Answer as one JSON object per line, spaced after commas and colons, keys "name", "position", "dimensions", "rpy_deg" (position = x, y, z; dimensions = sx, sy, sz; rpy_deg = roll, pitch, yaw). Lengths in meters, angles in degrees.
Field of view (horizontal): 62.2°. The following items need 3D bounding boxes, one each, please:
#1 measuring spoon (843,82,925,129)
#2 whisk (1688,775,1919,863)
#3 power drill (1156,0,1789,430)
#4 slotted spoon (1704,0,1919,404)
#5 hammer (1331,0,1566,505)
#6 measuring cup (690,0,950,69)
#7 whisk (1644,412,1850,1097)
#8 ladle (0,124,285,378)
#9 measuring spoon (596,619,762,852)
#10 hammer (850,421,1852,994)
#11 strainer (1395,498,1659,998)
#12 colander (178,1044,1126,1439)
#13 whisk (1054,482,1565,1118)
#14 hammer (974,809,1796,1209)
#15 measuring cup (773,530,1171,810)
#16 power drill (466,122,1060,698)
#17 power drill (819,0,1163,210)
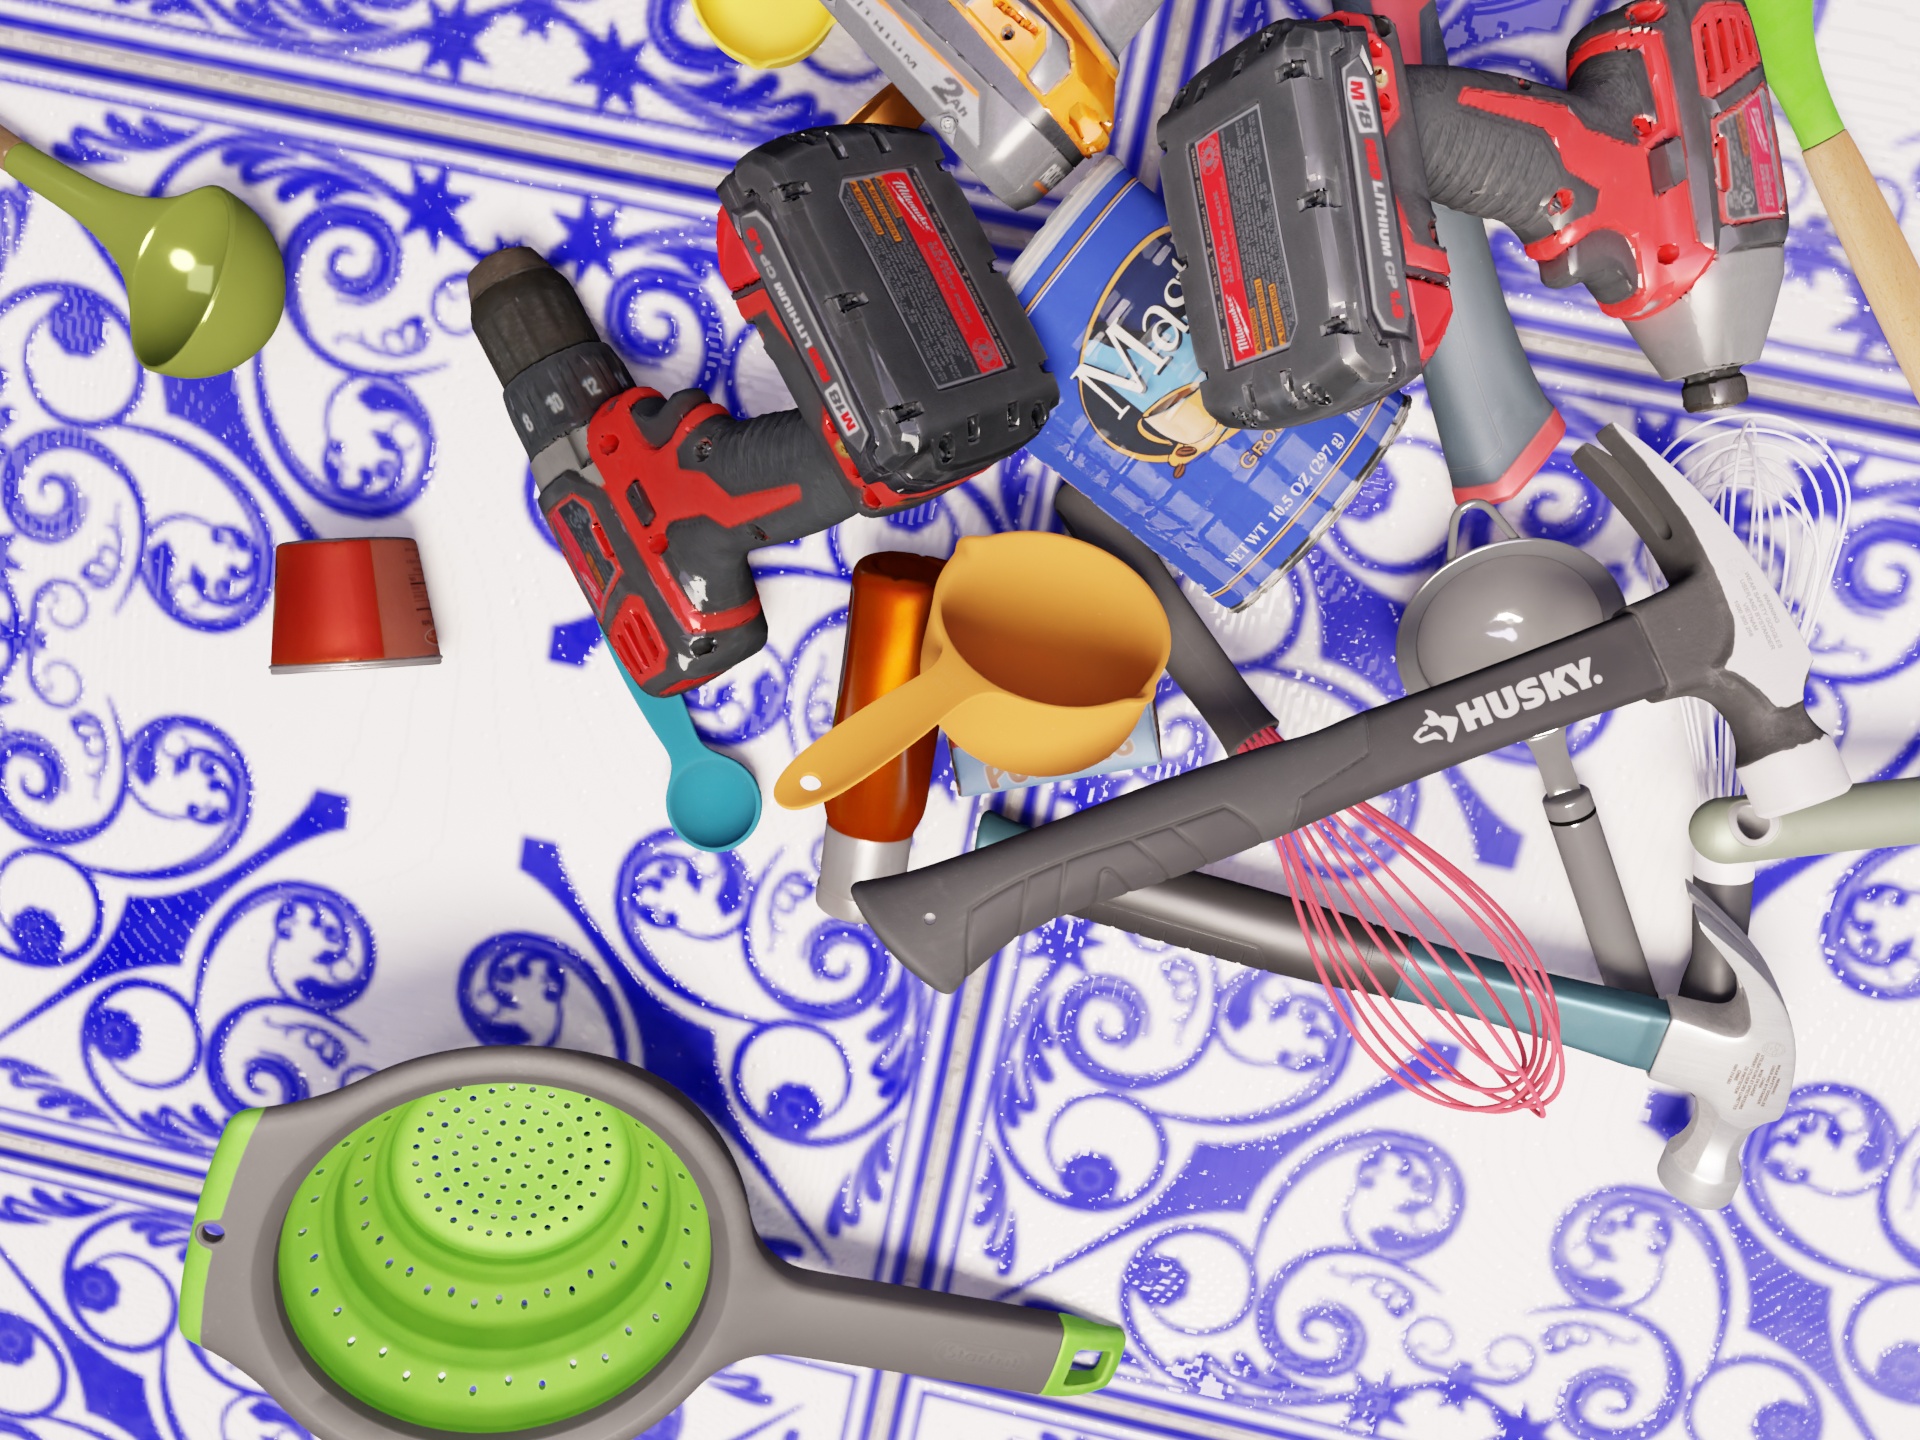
{"name": "measuring spoon", "position": [-0.050, -0.217, 0.629], "dimensions": [0.117, 0.011, 0.021], "rpy_deg": [-40, 95, 9]}
{"name": "whisk", "position": [0.390, 0.030, 0.593], "dimensions": [0.246, 0.059, 0.058], "rpy_deg": [-6, 73, -5]}
{"name": "power drill", "position": [0.183, -0.163, 0.527], "dimensions": [0.219, 0.078, 0.143], "rpy_deg": [-13, 95, -24]}
{"name": "slotted spoon", "position": [0.331, -0.192, 0.585], "dimensions": [0.070, 0.031, 0.313], "rpy_deg": [-29, 99, 11]}
{"name": "hammer", "position": [0.138, -0.264, 0.583], "dimensions": [0.143, 0.038, 0.386], "rpy_deg": [-14, 100, 10]}
{"name": "measuring cup", "position": [-0.025, -0.273, 0.610], "dimensions": [0.156, 0.029, 0.062], "rpy_deg": [5, 102, -7]}
{"name": "whisk", "position": [0.301, 0.023, 0.621], "dimensions": [0.070, 0.070, 0.284], "rpy_deg": [-4, 107, 7]}
{"name": "ladle", "position": [-0.408, -0.242, 0.637], "dimensions": [0.320, 0.062, 0.078], "rpy_deg": [33, 101, 1]}
{"name": "measuring spoon", "position": [-0.122, -0.004, 0.681], "dimensions": [0.042, 0.021, 0.128], "rpy_deg": [-27, 89, 12]}
{"name": "hammer", "position": [0.124, 0.011, 0.542], "dimensions": [0.335, 0.035, 0.146], "rpy_deg": [-19, 81, -6]}
{"name": "strainer", "position": [0.239, 0.026, 0.635], "dimensions": [0.087, 0.050, 0.258], "rpy_deg": [-19, 105, 16]}
{"name": "colander", "position": [-0.119, 0.231, 0.702], "dimensions": [0.397, 0.095, 0.204], "rpy_deg": [16, 104, -16]}
{"name": "whisk", "position": [0.122, 0.023, 0.597], "dimensions": [0.073, 0.073, 0.296], "rpy_deg": [-38, 73, 12]}
{"name": "hammer", "position": [0.164, 0.097, 0.644], "dimensions": [0.331, 0.033, 0.128], "rpy_deg": [14, 116, 9]}
{"name": "measuring cup", "position": [-0.001, -0.002, 0.565], "dimensions": [0.095, 0.173, 0.052], "rpy_deg": [42, 145, 20]}
{"name": "power drill", "position": [-0.091, -0.125, 0.578], "dimensions": [0.226, 0.080, 0.188], "rpy_deg": [-26, 92, 46]}
{"name": "power drill", "position": [0.052, -0.305, 0.530], "dimensions": [0.226, 0.084, 0.164], "rpy_deg": [-42, 92, 16]}
